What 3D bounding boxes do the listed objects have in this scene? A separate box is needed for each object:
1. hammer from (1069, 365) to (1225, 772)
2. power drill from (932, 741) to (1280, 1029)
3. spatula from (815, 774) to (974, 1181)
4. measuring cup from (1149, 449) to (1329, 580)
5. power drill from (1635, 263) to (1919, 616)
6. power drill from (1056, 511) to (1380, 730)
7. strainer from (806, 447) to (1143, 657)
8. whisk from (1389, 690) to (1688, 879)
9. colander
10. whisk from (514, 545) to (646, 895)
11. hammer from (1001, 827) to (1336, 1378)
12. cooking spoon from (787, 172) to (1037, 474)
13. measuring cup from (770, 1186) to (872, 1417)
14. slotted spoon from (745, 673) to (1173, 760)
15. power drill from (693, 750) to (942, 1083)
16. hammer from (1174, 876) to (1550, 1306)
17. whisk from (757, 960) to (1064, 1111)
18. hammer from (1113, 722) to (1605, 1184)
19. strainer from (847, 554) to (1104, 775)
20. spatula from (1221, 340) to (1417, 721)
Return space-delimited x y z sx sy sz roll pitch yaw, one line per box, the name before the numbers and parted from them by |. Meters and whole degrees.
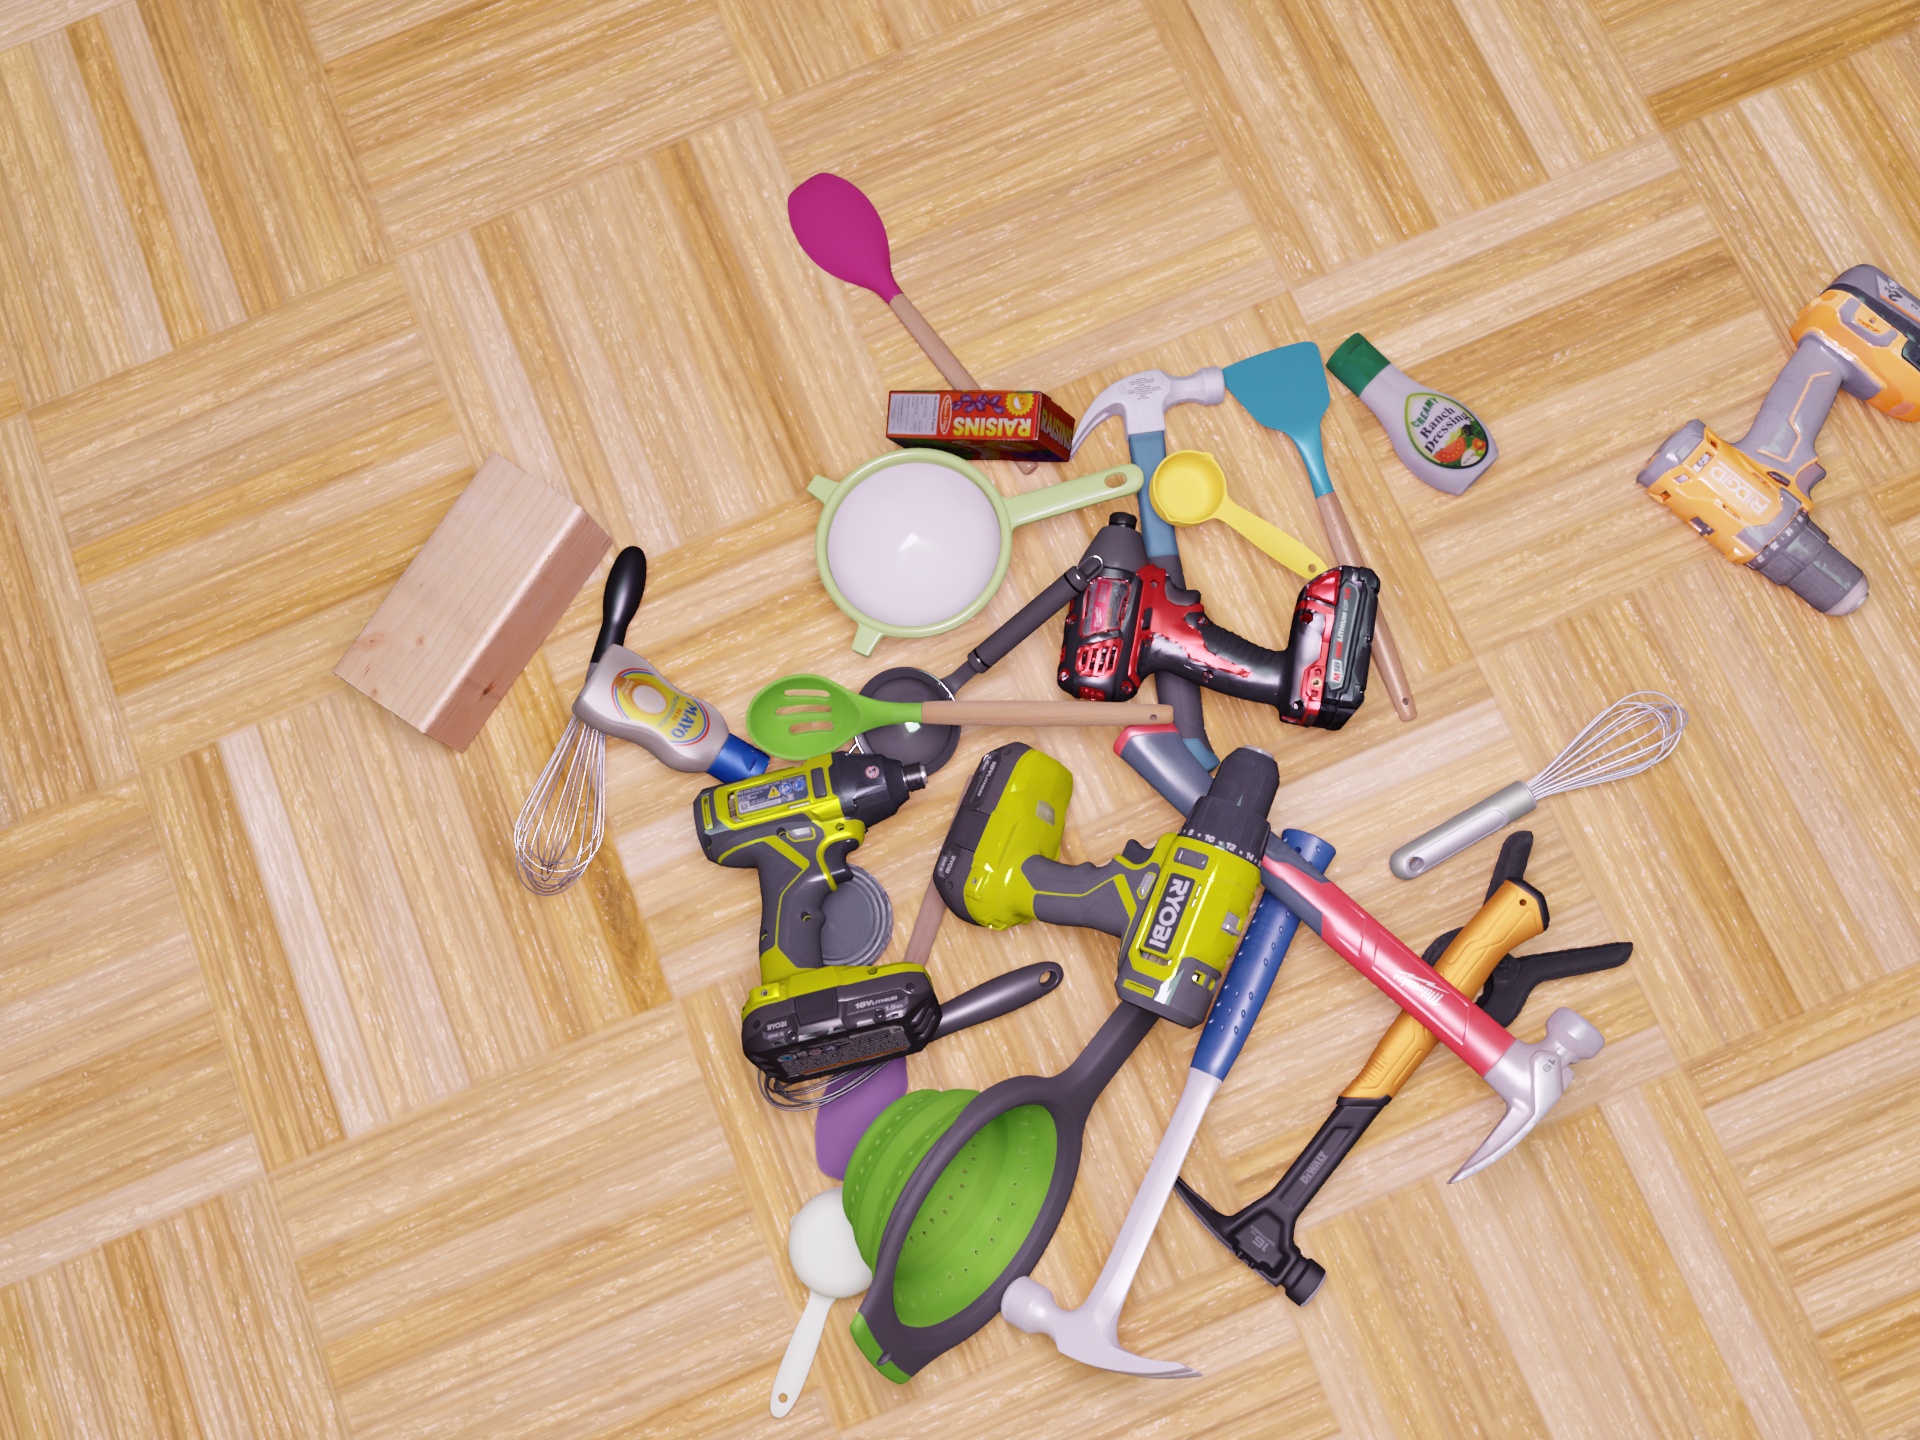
hammer | 0.159 -0.113 1.233 0.128 0.033 0.331 -6 79 1
power drill | 0.107 0.091 1.115 0.229 0.080 0.190 15 78 41
spatula | -0.040 0.190 1.193 0.060 0.018 0.316 19 82 2
measuring cup | 0.213 -0.149 1.215 0.156 0.029 0.062 33 81 -5
power drill | 0.656 -0.206 1.202 0.185 0.084 0.226 43 89 9
power drill | 0.188 -0.073 1.172 0.219 0.078 0.143 9 80 6
strainer | 0.017 -0.144 1.229 0.256 0.069 0.151 -17 76 0
whisk | 0.428 0.052 1.181 0.246 0.059 0.057 -30 107 1
colander | 0.037 0.268 1.130 0.095 0.204 0.397 25 62 37
whisk | -0.285 -0.003 1.228 0.070 0.070 0.285 11 76 5
hammer | 0.175 0.264 1.129 0.144 0.035 0.405 16 71 37
cooking spoon | -0.037 -0.323 1.292 0.069 0.017 0.319 -37 79 -2
measuring cup | -0.103 0.419 1.141 0.083 0.038 0.168 20 79 7
slotted spoon | -0.002 -0.004 1.168 0.314 0.031 0.070 0 114 8
power drill | -0.092 0.129 1.132 0.171 0.080 0.223 -14 59 2
hammer | 0.296 0.245 1.132 0.127 0.034 0.337 38 91 12
whisk | -0.033 0.224 1.161 0.239 0.055 0.055 -20 78 -14
hammer | 0.247 0.144 1.119 0.386 0.038 0.143 42 84 19
strainer | 0.010 -0.039 1.189 0.258 0.050 0.087 -39 86 21
spatula | 0.293 -0.149 1.239 0.082 0.044 0.317 -18 83 -1
